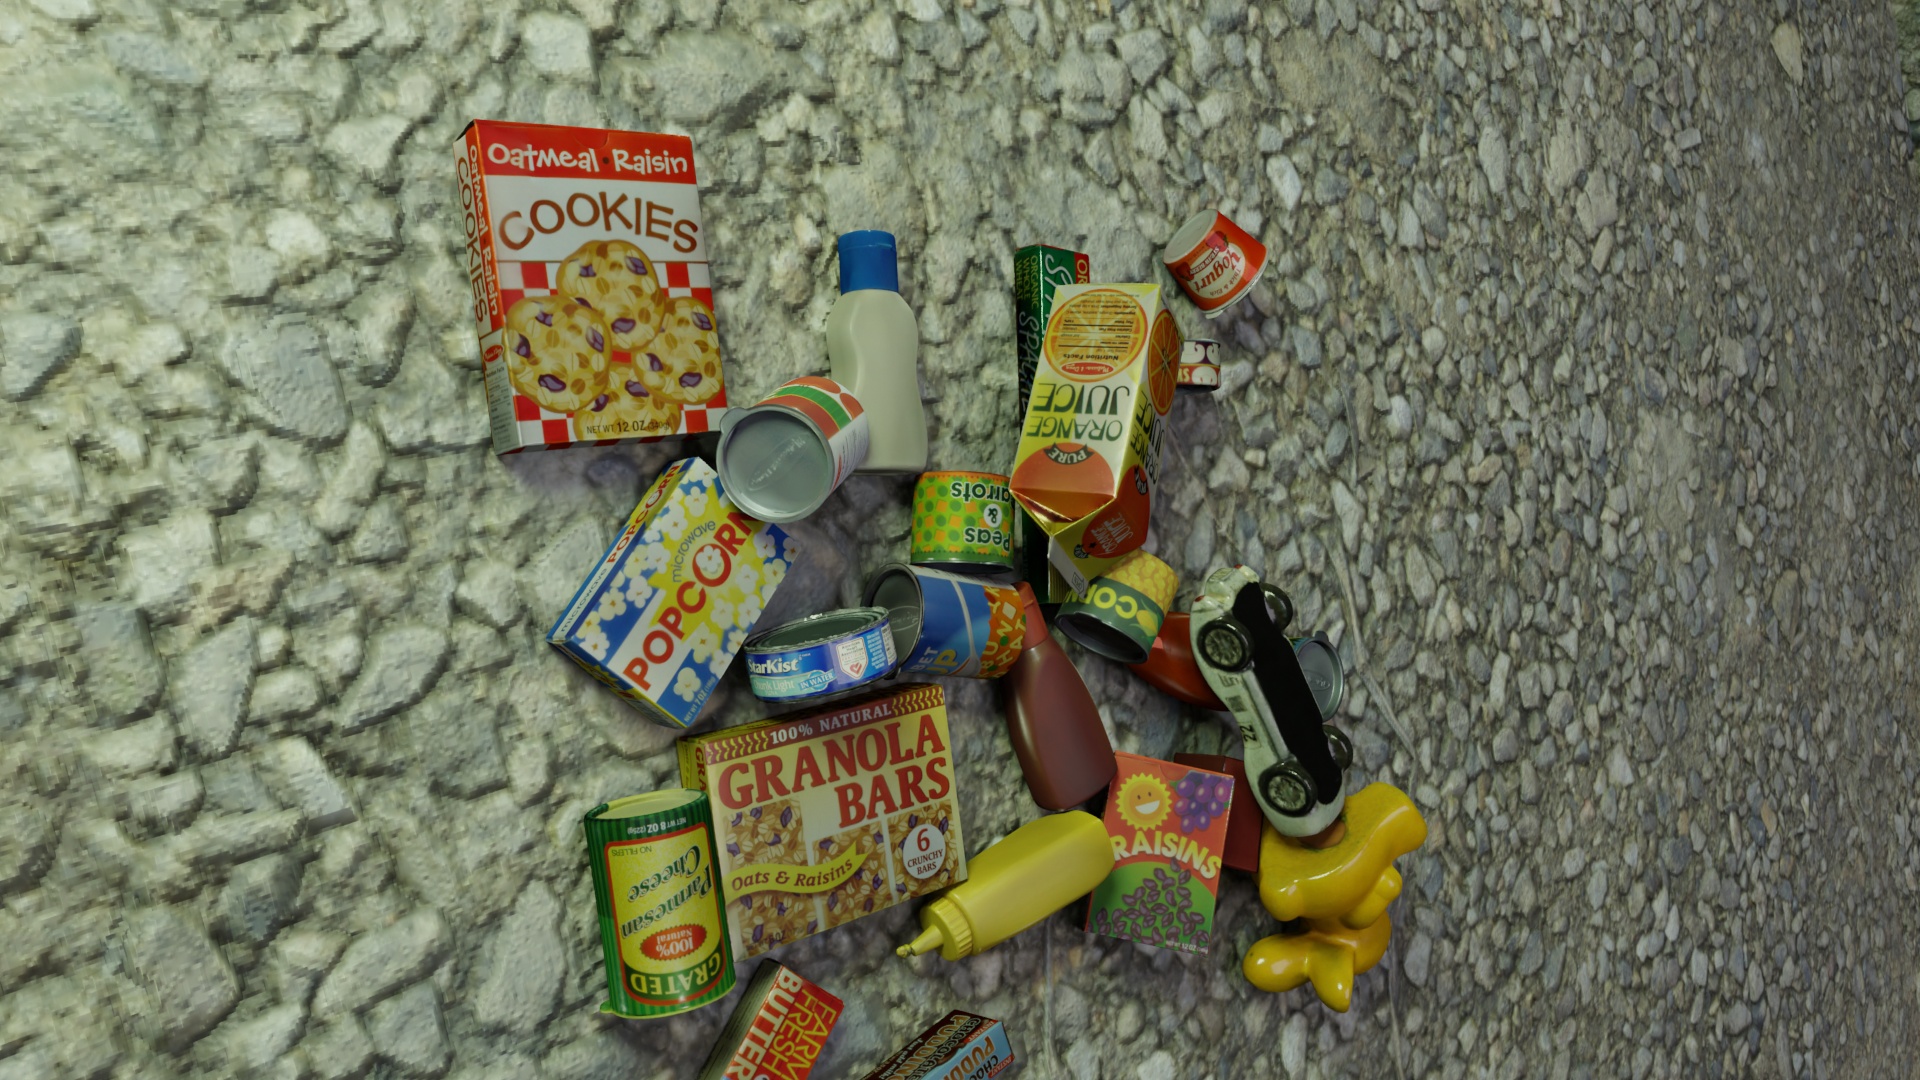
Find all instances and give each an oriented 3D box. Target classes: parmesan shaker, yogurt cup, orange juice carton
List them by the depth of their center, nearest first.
[{"bbox_3d":[-0.161,0.189,0.731,0.071,0.071,0.103,-10,92,-39],"label":"parmesan shaker"},{"bbox_3d":[0.086,-0.064,0.886,0.071,0.073,0.193,48,51,-58],"label":"orange juice carton"},{"bbox_3d":[0.190,-0.213,1.049,0.054,0.072,0.073,39,63,-21],"label":"yogurt cup"}]

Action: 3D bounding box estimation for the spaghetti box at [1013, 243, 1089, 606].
[{"bbox_3d":[0.066,-0.079,0.959,0.050,0.028,0.250,2,85,-40],"label":"spaghetti box"}]

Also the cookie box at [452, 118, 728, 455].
[{"bbox_3d":[-0.195,-0.135,0.747,0.123,0.040,0.167,-8,91,-39],"label":"cookie box"}]

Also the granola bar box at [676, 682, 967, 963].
[{"bbox_3d":[-0.078,0.160,0.816,0.166,0.039,0.124,-9,92,-39],"label":"granola bar box"}]

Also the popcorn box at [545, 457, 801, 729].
[{"bbox_3d":[-0.156,0.028,0.765,0.085,0.038,0.127,43,61,-27],"label":"popcorn box"}]

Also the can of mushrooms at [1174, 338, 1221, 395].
[{"bbox_3d":[0.155,-0.125,1.010,0.071,0.071,0.033,0,88,-39],"label":"can of mushrooms"}]

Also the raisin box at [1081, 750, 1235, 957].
[{"bbox_3d":[0.135,0.215,0.955,0.086,0.040,0.123,11,76,5],"label":"raisin box"}]

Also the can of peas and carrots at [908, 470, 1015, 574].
[{"bbox_3d":[0.003,-0.011,0.876,0.071,0.071,0.059,8,81,-38],"label":"can of peas and carrots"}]

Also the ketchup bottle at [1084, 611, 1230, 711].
[{"bbox_3d":[0.151,0.079,1.003,0.149,0.043,0.065,20,72,-36],"label":"ketchup bottle"}]

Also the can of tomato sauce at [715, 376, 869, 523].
[{"bbox_3d":[-0.094,-0.054,0.784,0.083,0.071,0.071,-60,130,-70],"label":"can of tomato sauce"}]

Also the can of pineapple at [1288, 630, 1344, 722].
[{"bbox_3d":[0.254,0.106,1.075,0.071,0.058,0.071,4,84,-39],"label":"can of pineapple"}]

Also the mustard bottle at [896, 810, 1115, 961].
[{"bbox_3d":[0.024,0.225,0.880,0.161,0.065,0.048,-24,97,-31],"label":"mustard bottle"}]

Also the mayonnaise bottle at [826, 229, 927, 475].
[{"bbox_3d":[-0.054,-0.115,0.859,0.065,0.041,0.148,0,85,-39],"label":"mayonnaise bottle"}]

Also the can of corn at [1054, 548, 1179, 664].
[{"bbox_3d":[0.103,0.039,0.915,0.071,0.071,0.058,38,67,-30],"label":"can of corn"}]

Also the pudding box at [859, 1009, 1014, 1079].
[{"bbox_3d":[-0.014,0.324,0.846,0.084,0.049,0.030,-25,100,-37],"label":"pudding box"}]

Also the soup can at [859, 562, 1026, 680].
[{"bbox_3d":[-0.011,0.054,0.861,0.084,0.071,0.071,10,80,-38],"label":"soup can"}]

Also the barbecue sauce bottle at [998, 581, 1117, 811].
[{"bbox_3d":[0.055,0.101,0.925,0.065,0.043,0.148,-29,103,-35],"label":"barbecue sauce bottle"}]

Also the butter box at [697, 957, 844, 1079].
[{"bbox_3d":[-0.112,0.295,0.786,0.053,0.024,0.104,43,61,-27],"label":"butter box"}]
